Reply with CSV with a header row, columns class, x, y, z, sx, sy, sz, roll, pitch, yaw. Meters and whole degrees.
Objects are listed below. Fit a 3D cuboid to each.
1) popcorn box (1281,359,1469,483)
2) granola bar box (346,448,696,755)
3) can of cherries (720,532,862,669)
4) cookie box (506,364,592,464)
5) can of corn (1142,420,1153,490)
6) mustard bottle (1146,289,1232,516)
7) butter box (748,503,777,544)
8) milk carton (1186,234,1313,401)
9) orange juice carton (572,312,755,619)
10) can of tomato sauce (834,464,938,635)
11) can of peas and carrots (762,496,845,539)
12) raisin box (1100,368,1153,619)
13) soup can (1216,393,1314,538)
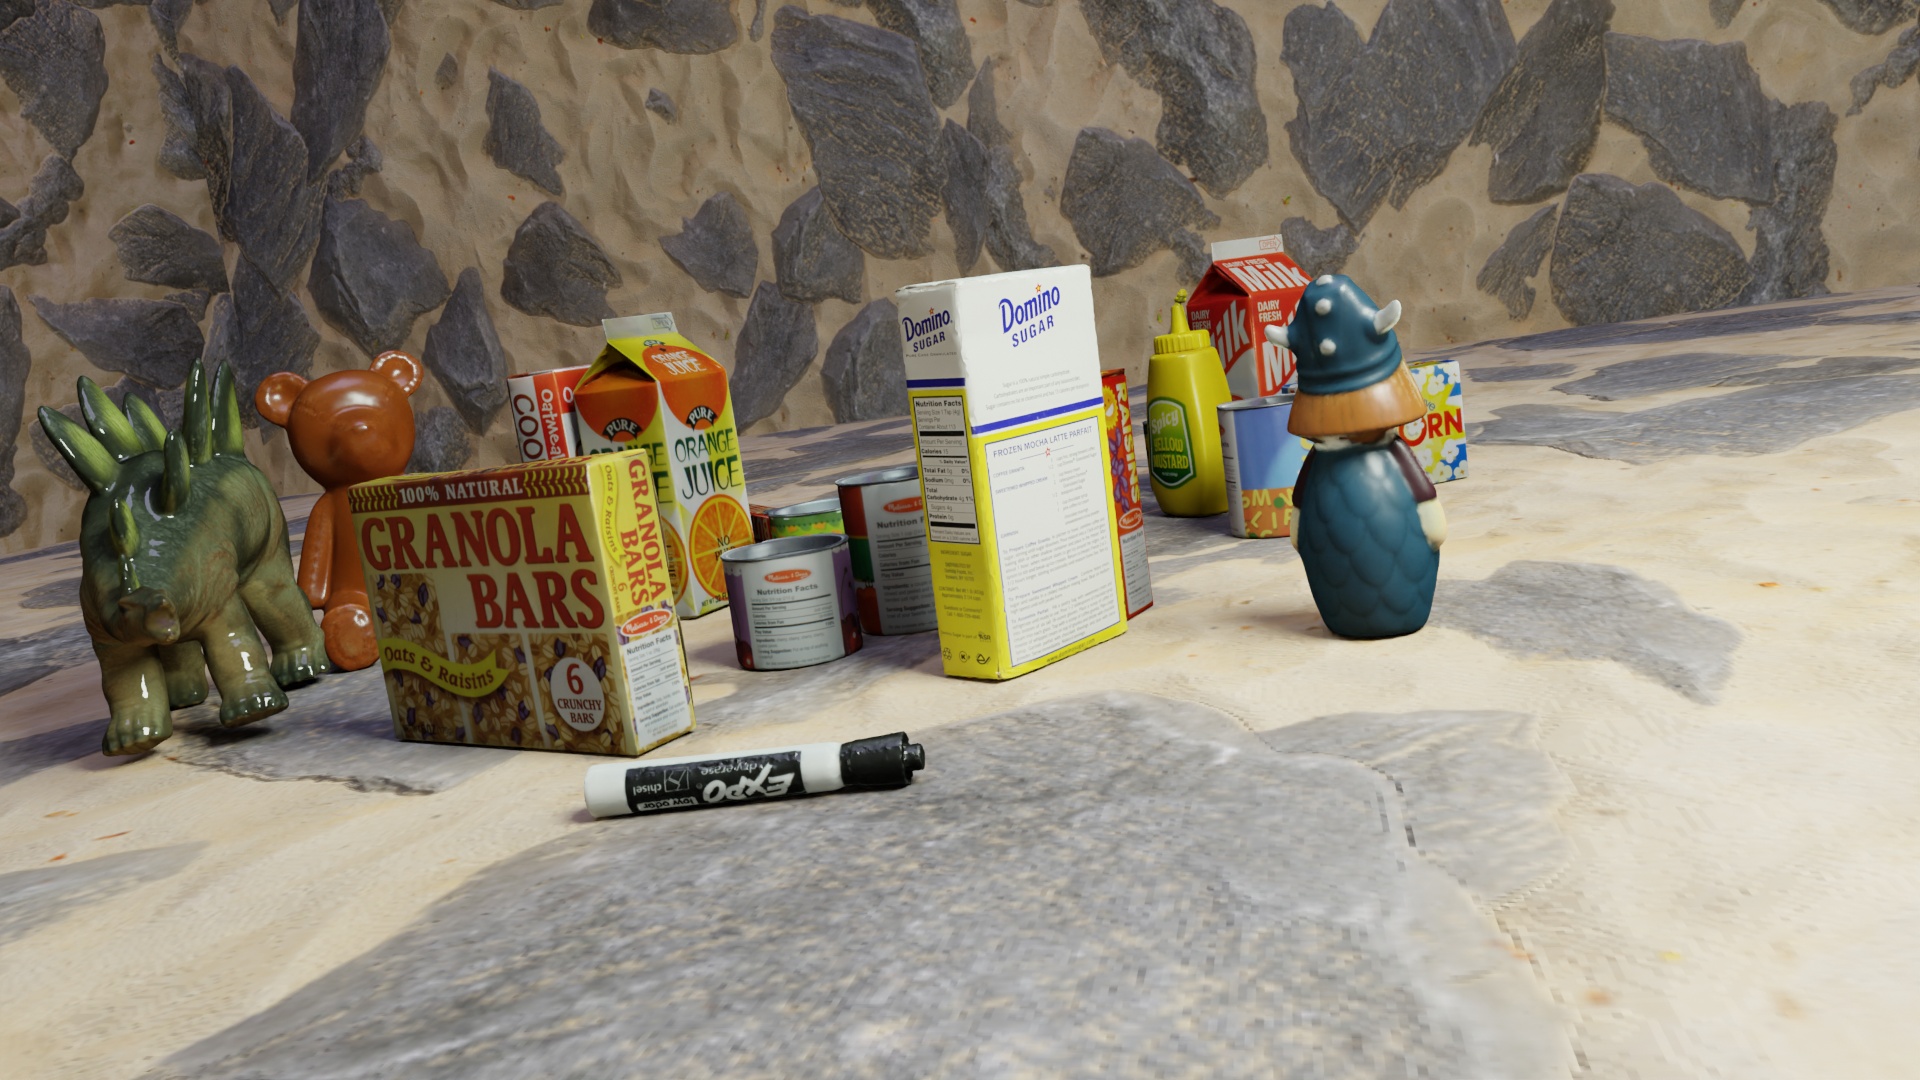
class,x,y,z,sx,sy,sz,roll,pitch,yaw
popcorn box,0.291,-0.076,0.974,0.127,0.085,0.038,-11,8,-18
granola bar box,-0.198,0.028,0.619,0.165,0.124,0.039,-3,10,34
can of cherries,-0.086,0.030,0.718,0.071,0.058,0.071,-8,8,1
cookie box,-0.244,-0.036,0.946,0.040,0.167,0.123,-6,8,18
can of corn,0.185,-0.074,1.151,0.071,0.058,0.071,-8,8,1
mustard bottle,0.161,-0.098,0.990,0.049,0.160,0.065,-13,9,-33
butter box,-0.136,0.004,0.963,0.024,0.053,0.103,-12,9,-27
milk carton,0.223,-0.129,1.035,0.072,0.190,0.073,-13,9,-30
orange juice carton,-0.191,-0.049,0.895,0.073,0.192,0.072,-4,9,28
can of tomato sauce,-0.029,0.003,0.759,0.071,0.083,0.071,-8,8,1
can of peas and carrots,-0.088,0.006,0.881,0.071,0.058,0.071,-8,8,1
raisin box,0.048,-0.021,0.714,0.086,0.123,0.040,-3,9,31
soup can,0.202,-0.048,0.879,0.071,0.083,0.071,-8,8,1
